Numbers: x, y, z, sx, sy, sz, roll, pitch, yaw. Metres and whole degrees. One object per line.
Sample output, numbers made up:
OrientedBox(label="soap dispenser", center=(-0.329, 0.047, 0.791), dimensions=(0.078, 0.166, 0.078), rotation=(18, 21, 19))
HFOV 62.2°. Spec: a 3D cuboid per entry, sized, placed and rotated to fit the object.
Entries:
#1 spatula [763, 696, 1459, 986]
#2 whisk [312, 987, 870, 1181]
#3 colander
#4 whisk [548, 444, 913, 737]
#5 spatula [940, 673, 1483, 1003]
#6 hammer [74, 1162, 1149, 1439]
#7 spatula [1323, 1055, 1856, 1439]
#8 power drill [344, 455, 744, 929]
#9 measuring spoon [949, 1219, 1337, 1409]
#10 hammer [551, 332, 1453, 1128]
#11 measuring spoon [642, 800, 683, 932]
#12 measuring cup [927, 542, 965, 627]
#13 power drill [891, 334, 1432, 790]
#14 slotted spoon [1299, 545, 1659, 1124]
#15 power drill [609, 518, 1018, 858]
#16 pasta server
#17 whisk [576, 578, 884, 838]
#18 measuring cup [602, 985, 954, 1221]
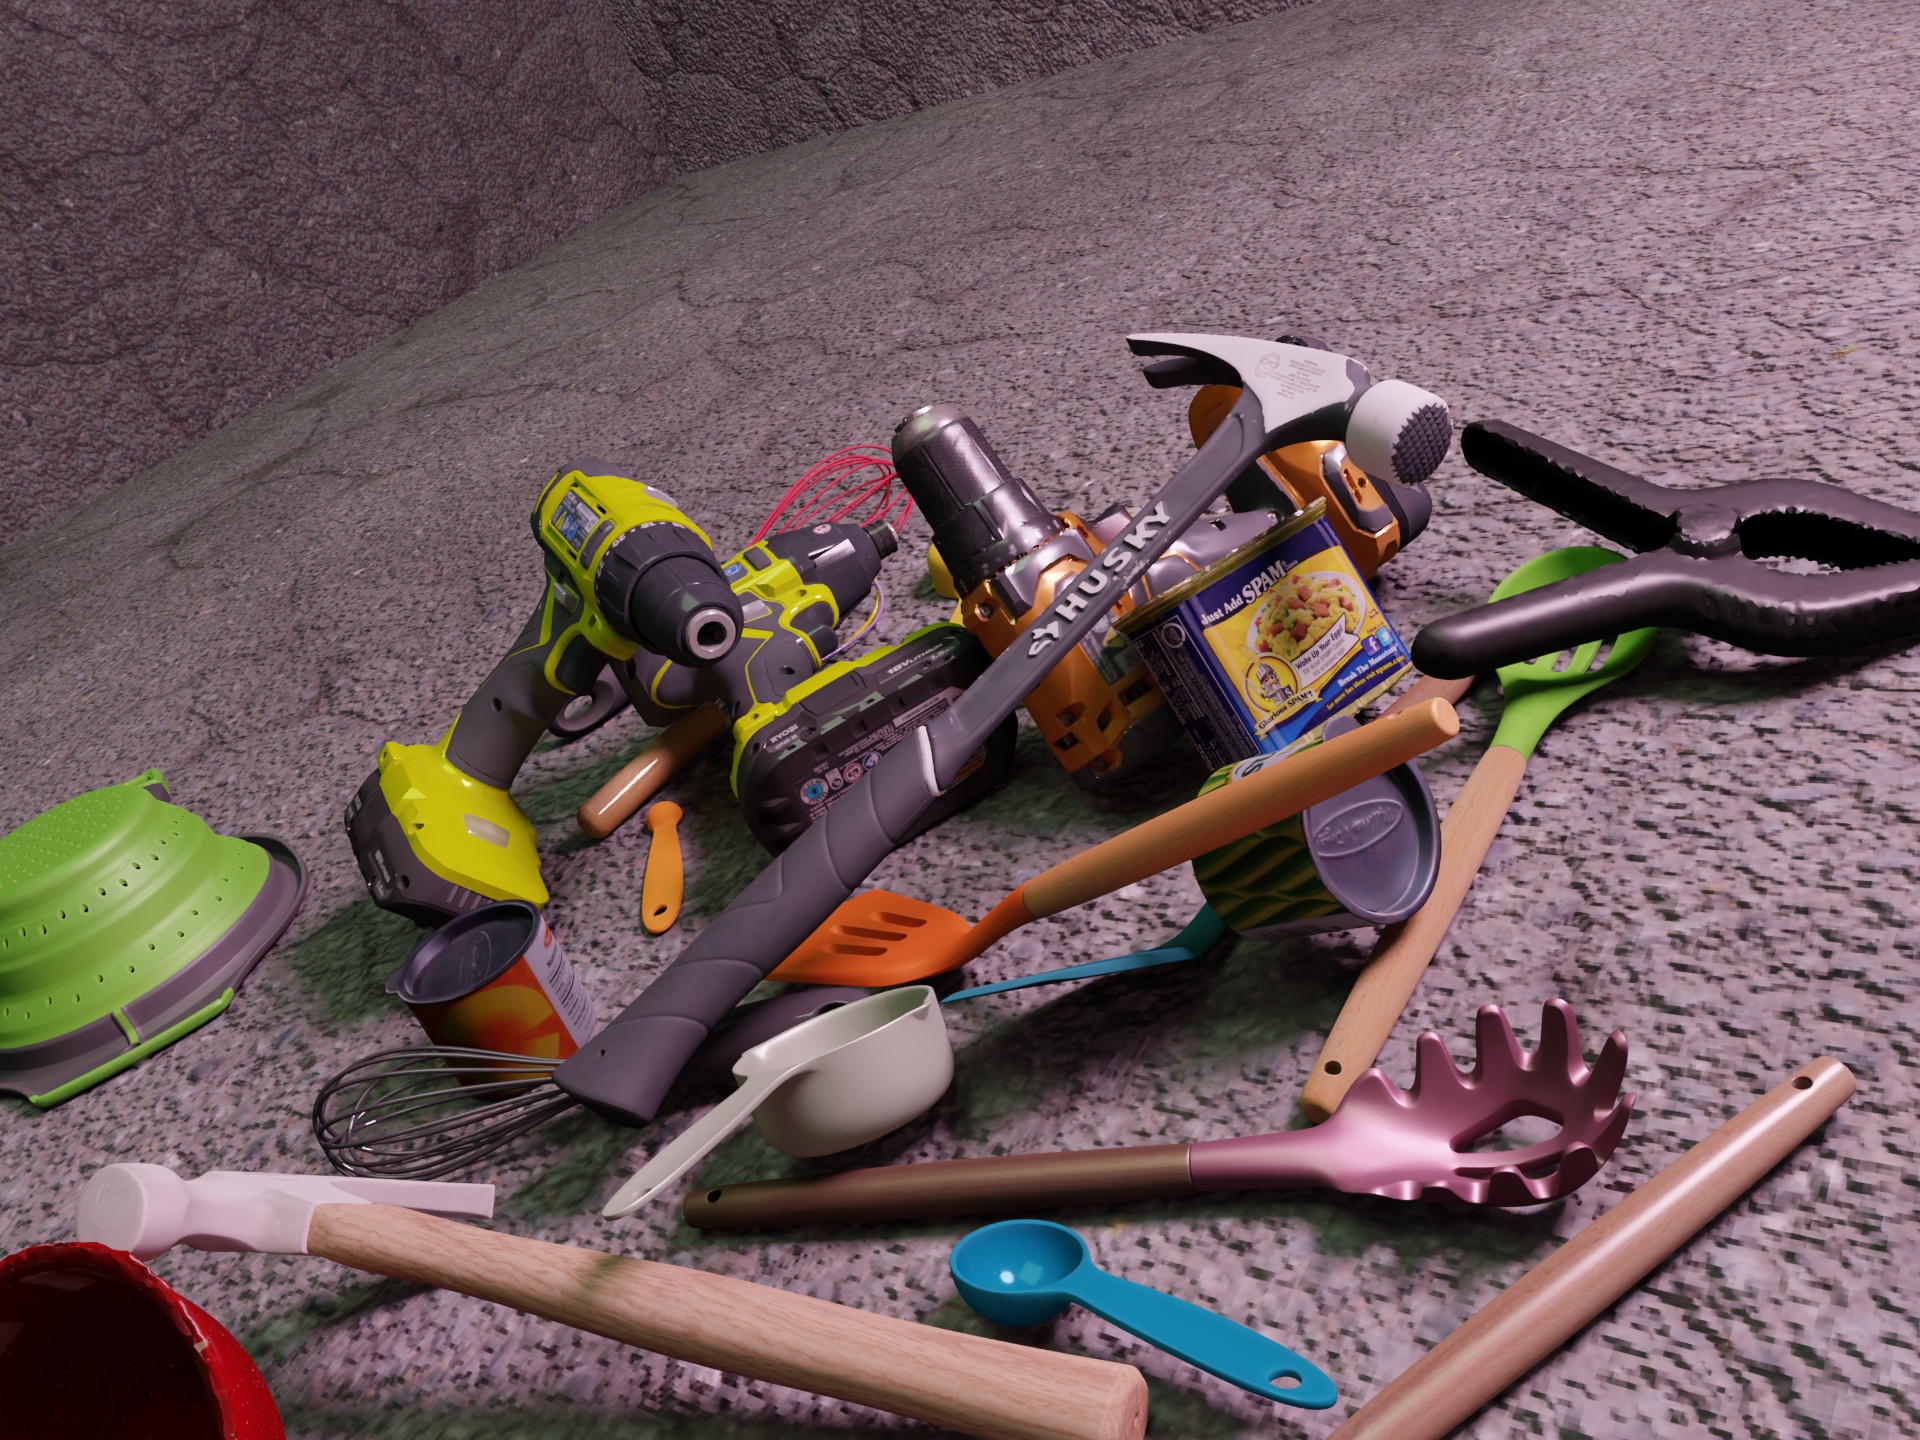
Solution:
OrientedBox(label="spatula", center=(0.038, 0.050, 0.572), dimensions=(0.081, 0.041, 0.322), rotation=(-30, -1, -45))
OrientedBox(label="whisk", center=(-0.148, 0.139, 0.632), dimensions=(0.239, 0.055, 0.055), rotation=(-14, 28, 6))
OrientedBox(label="colander", center=(-0.517, 0.077, 0.956), dimensions=(0.204, 0.094, 0.397), rotation=(-30, 28, -14))
OrientedBox(label="whisk", center=(-0.142, -0.083, 1.012), dimensions=(0.296, 0.073, 0.073), rotation=(-39, 32, -20))
OrientedBox(label="spatula", center=(0.129, 0.030, 0.626), dimensions=(0.317, 0.044, 0.082), rotation=(-37, 3, -29))
OrientedBox(label="hammer", center=(-0.104, 0.178, 0.490), dimensions=(0.331, 0.130, 0.031), rotation=(3, 76, 24))
OrientedBox(label="spatula", center=(0.113, 0.176, 0.405), dimensions=(0.316, 0.018, 0.060), rotation=(-31, 25, -14))
OrientedBox(label="power drill", center=(-0.196, -0.007, 0.769), dimensions=(0.228, 0.080, 0.191), rotation=(-56, 37, 5))
OrientedBox(label="measuring spoon", center=(0.049, 0.174, 0.448), dimensions=(0.129, 0.021, 0.042), rotation=(8, 17, 44))
OrientedBox(label="hammer", center=(-0.001, -0.002, 0.613), dimensions=(0.409, 0.036, 0.149), rotation=(-45, 45, -7))
OrientedBox(label="measuring spoon", center=(-0.149, 0.070, 0.791), dimensions=(0.021, 0.011, 0.117), rotation=(-21, 27, 2))
OrientedBox(label="measuring cup", center=(0.000, -0.076, 0.921), dimensions=(0.062, 0.029, 0.157), rotation=(-13, 27, 16))
OrientedBox(label="power drill", center=(0.090, -0.098, 0.740), dimensions=(0.226, 0.185, 0.084), rotation=(-34, -1, -26))
OrientedBox(label="slotted spoon", center=(0.194, 0.031, 0.596), dimensions=(0.070, 0.031, 0.314), rotation=(13, 44, 32))
OrientedBox(label="power drill", center=(-0.072, -0.028, 0.804), dimensions=(0.171, 0.080, 0.223), rotation=(-31, 36, -12))
OrientedBox(label="pasta server", center=(0.046, 0.138, 0.501), dimensions=(0.316, 0.040, 0.060), rotation=(-12, 34, 22))
OrientedBox(label="whisk", center=(-0.129, -0.020, 0.906), dimensions=(0.051, 0.047, 0.245), rotation=(8, 43, 42))
OrientedBox(label="measuring cup", center=(-0.058, 0.135, 0.523), dimensions=(0.083, 0.038, 0.167), rotation=(-20, 4, 29))
